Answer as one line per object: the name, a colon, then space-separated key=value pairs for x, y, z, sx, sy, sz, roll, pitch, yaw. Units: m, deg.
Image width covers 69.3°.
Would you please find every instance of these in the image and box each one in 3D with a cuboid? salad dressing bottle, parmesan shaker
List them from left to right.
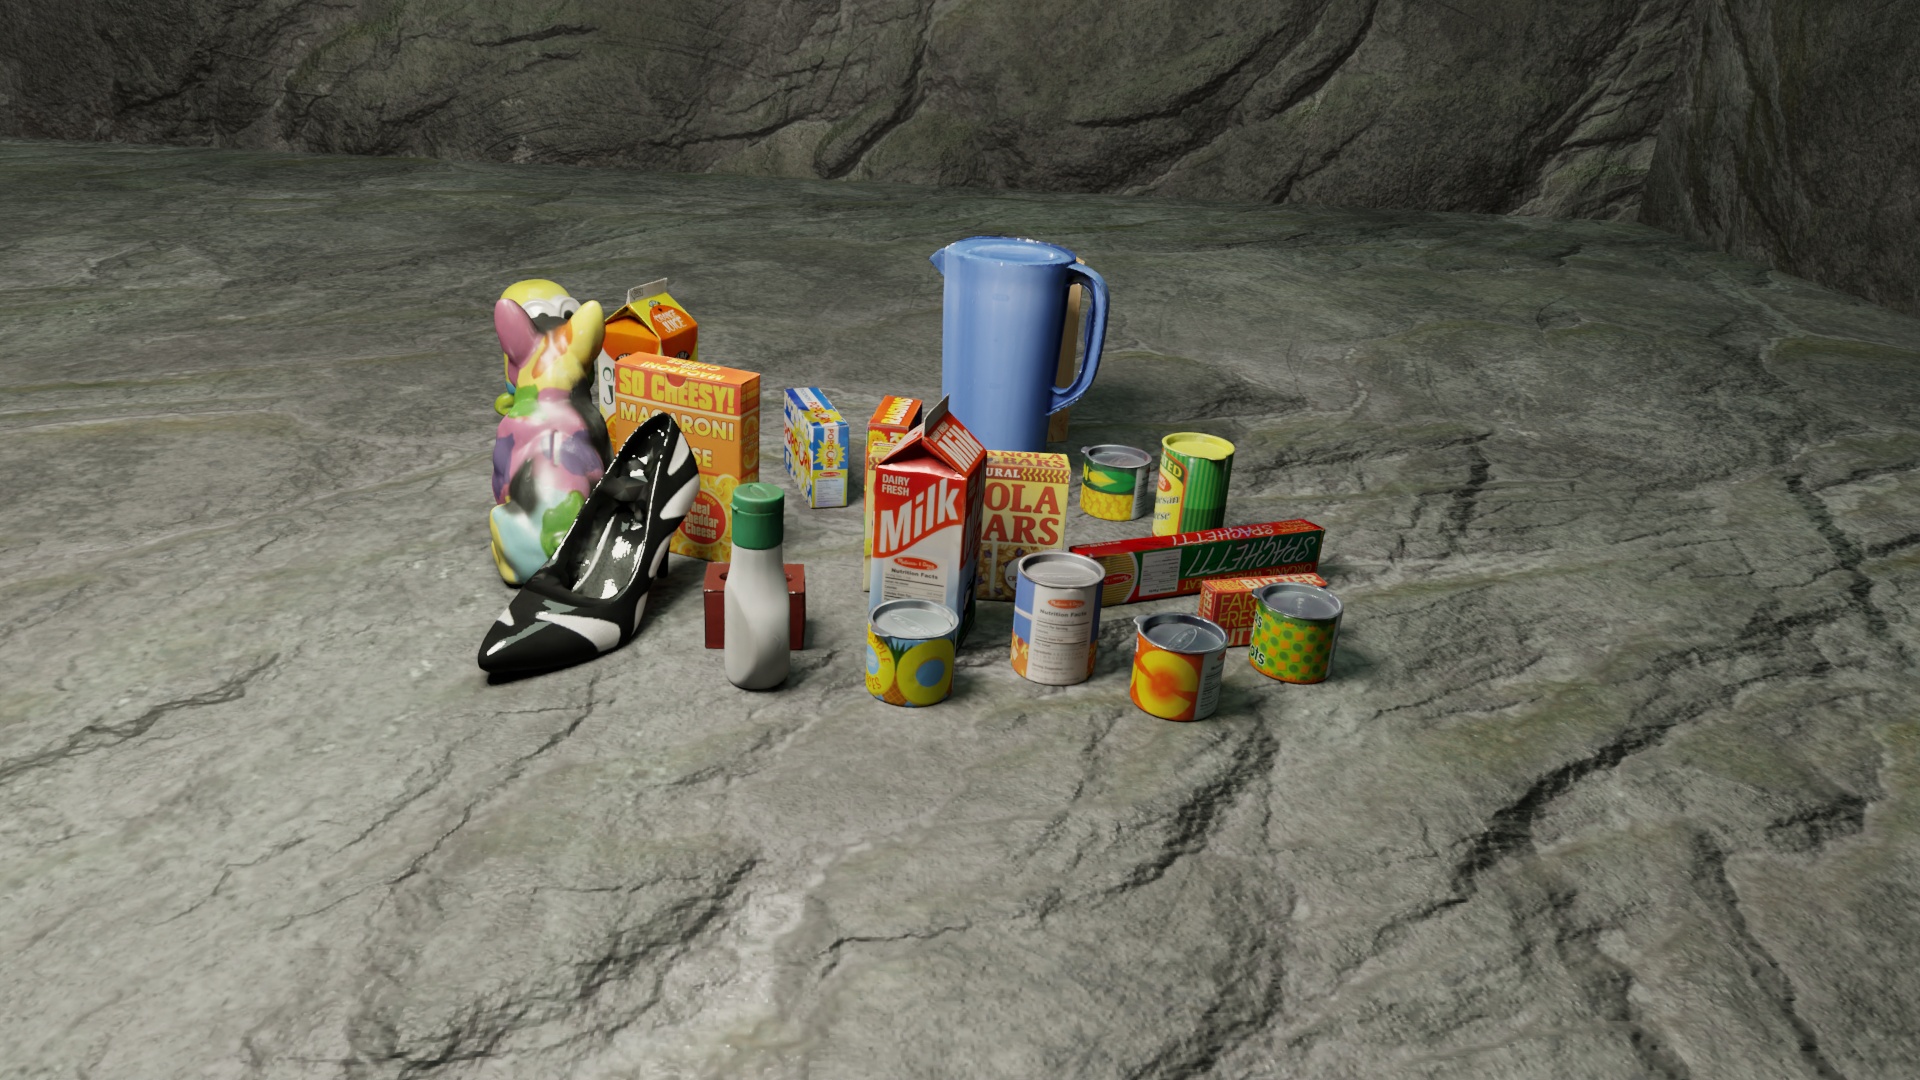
salad dressing bottle: x=-0.146 y=0.033 z=1.000 sx=0.044 sy=0.147 sz=0.064 roll=-9 pitch=26 yaw=-28
parmesan shaker: x=0.216 y=-0.040 z=1.290 sx=0.071 sy=0.102 sz=0.071 roll=3 pitch=23 yaw=-1

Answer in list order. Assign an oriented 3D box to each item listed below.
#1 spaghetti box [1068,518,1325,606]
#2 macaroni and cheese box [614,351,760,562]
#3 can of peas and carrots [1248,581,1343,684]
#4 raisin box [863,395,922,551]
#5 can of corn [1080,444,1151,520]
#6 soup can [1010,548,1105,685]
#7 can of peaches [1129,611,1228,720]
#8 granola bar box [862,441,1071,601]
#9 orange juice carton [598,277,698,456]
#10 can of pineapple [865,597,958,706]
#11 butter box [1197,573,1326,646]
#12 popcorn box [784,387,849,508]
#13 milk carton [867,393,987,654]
spaghetti box: x=0.207 y=0.019 z=1.216 sx=0.251 sy=0.050 sz=0.029 roll=-6 pitch=25 yaw=-23
macaroni and cheese box: x=-0.236 y=-0.070 z=1.204 sx=0.124 sy=0.165 sz=0.040 roll=11 pitch=24 yaw=17
can of peas and carrots: x=0.260 y=0.072 z=1.089 sx=0.071 sy=0.058 sz=0.071 roll=3 pitch=23 yaw=-1
raisin box: x=-0.062 y=-0.060 z=1.265 sx=0.040 sy=0.122 sz=0.086 roll=6 pitch=23 yaw=6
can of corn: x=0.151 y=-0.058 z=1.379 sx=0.071 sy=0.058 sz=0.071 roll=3 pitch=23 yaw=-1
soup can: x=0.073 y=0.058 z=1.060 sx=0.071 sy=0.083 sz=0.071 roll=3 pitch=23 yaw=-1
can of peaches: x=0.159 y=0.092 z=1.025 sx=0.071 sy=0.057 sz=0.071 roll=3 pitch=23 yaw=-1
granola bar box: x=0.004 y=-0.015 z=1.167 sx=0.166 sy=0.123 sz=0.039 roll=4 pitch=22 yaw=0
orange juice carton: x=-0.306 y=-0.159 z=1.368 sx=0.073 sy=0.191 sz=0.072 roll=12 pitch=24 yaw=18
can of pineapple: x=-0.038 y=0.082 z=1.017 sx=0.071 sy=0.057 sz=0.071 roll=3 pitch=23 yaw=-1
butter box: x=0.244 y=0.057 z=1.129 sx=0.104 sy=0.053 sz=0.024 roll=-3 pitch=23 yaw=-16
popcorn box: x=-0.144 y=-0.094 z=1.379 sx=0.038 sy=0.085 sz=0.127 roll=-4 pitch=24 yaw=-19
milk carton: x=-0.024 y=-0.014 z=1.076 sx=0.073 sy=0.189 sz=0.072 roll=9 pitch=23 yaw=11
